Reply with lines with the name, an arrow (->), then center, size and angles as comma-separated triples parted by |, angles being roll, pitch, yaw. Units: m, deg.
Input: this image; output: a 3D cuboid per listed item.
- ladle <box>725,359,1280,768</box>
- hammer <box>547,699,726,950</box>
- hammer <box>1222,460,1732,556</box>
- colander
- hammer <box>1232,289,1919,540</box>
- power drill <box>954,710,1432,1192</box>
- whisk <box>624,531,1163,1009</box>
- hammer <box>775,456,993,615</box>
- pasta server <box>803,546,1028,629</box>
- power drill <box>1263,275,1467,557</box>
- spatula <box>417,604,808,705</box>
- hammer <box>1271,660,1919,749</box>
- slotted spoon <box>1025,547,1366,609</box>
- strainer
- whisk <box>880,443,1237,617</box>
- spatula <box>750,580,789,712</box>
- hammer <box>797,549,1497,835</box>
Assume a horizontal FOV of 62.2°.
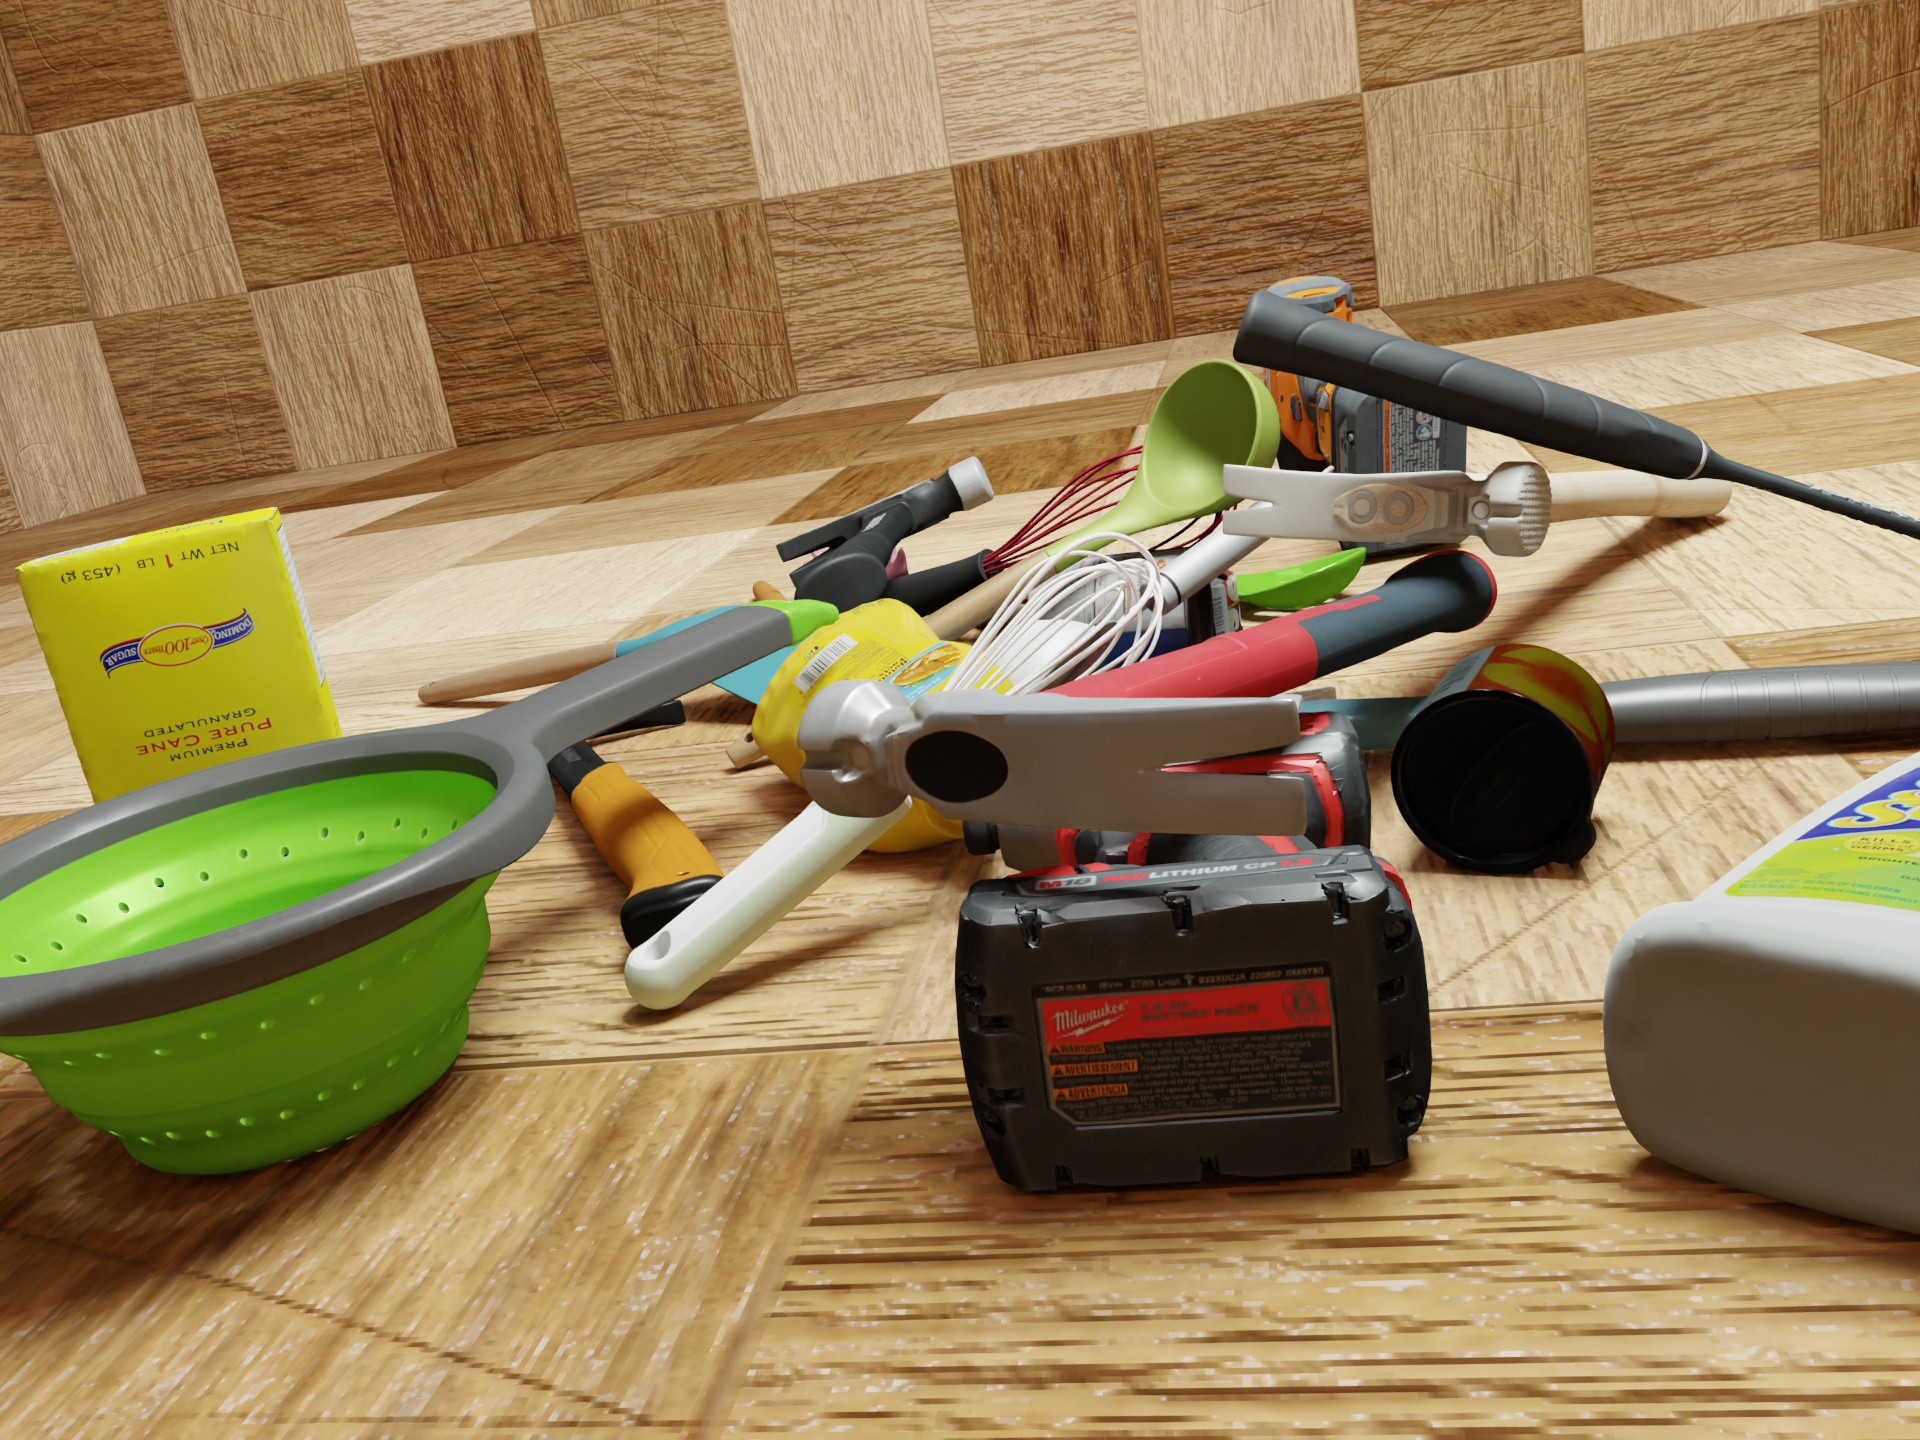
ladle -> 0.018, -0.072, 0.785 | 0.320, 0.062, 0.078 | -32, 49, -2
hammer -> -0.152, 0.035, 0.724 | 0.127, 0.034, 0.337 | -17, 19, -19
hammer -> 0.298, -0.116, 0.822 | 0.146, 0.038, 0.410 | 9, 13, 40
colander -> -0.176, 0.051, 0.574 | 0.204, 0.094, 0.397 | 4, 23, 39
hammer -> 0.304, -0.099, 0.635 | 0.409, 0.036, 0.149 | 16, 21, -3
power drill -> 0.062, 0.051, 0.489 | 0.143, 0.078, 0.220 | -6, 14, 8
whisk -> -0.020, 0.017, 0.569 | 0.246, 0.059, 0.058 | -40, 33, -13
hammer -> -0.058, -0.097, 0.923 | 0.146, 0.035, 0.335 | -23, 12, 9
pasta server -> -0.015, -0.086, 1.032 | 0.060, 0.040, 0.316 | -43, 29, -14
power drill -> 0.258, -0.190, 1.057 | 0.084, 0.164, 0.227 | -10, 29, -2
spatula -> -0.214, -0.027, 0.951 | 0.317, 0.044, 0.082 | -8, 40, 34
hammer -> 0.250, -0.003, 0.626 | 0.331, 0.033, 0.128 | -3, 19, 20
slotted spoon -> 0.104, -0.085, 0.983 | 0.314, 0.031, 0.070 | 3, 21, 41
strainer -> 0.086, -0.056, 0.745 | 0.258, 0.050, 0.086 | -35, -14, -22
whisk -> 0.033, -0.093, 0.920 | 0.296, 0.073, 0.073 | -16, 9, 39
spatula -> -0.113, -0.060, 1.030 | 0.081, 0.041, 0.323 | -15, 14, -9
hammer -> 0.124, -0.023, 0.542 | 0.143, 0.038, 0.386 | 1, 11, 36
